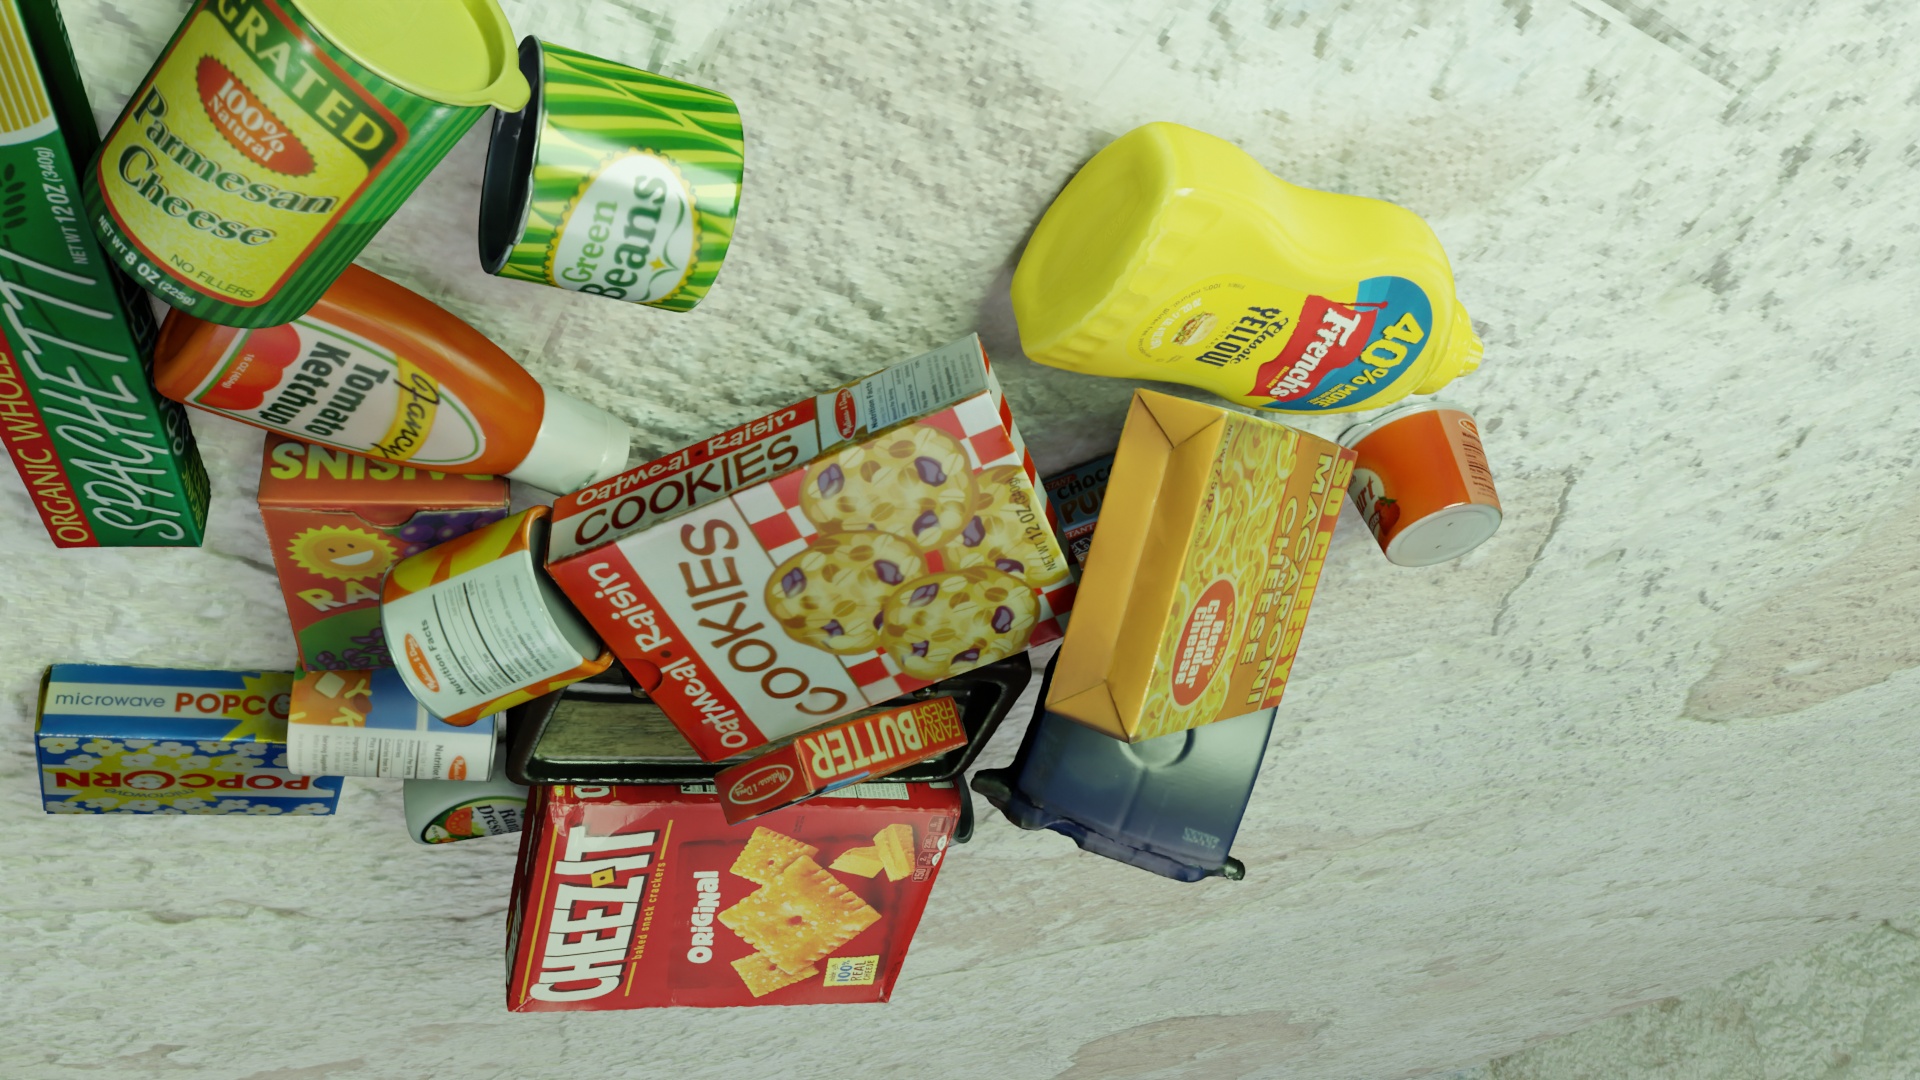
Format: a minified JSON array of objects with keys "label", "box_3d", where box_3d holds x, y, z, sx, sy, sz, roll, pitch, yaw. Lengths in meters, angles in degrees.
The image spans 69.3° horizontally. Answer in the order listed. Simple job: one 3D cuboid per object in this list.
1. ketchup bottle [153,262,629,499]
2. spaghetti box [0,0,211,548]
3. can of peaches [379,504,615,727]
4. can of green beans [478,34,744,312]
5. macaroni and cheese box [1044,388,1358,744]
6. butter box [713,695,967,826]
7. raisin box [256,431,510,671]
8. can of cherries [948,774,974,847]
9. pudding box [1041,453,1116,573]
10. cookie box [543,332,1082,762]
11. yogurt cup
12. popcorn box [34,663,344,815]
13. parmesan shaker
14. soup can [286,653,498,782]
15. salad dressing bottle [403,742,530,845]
[{"label":"ketchup bottle","box_3d":[-0.184,-0.051,0.472,0.064,0.044,0.149,-39,141,26]},{"label":"spaghetti box","box_3d":[-0.275,-0.074,0.417,0.050,0.029,0.248,0,146,-17]},{"label":"can of peaches","box_3d":[-0.166,0.026,0.508,0.058,0.071,0.071,-21,148,7]},{"label":"can of green beans","box_3d":[-0.100,-0.102,0.397,0.058,0.071,0.071,8,143,-30]},{"label":"macaroni and cheese box","box_3d":[0.103,0.010,0.561,0.040,0.123,0.167,19,-172,30]},{"label":"butter box","box_3d":[-0.049,0.092,0.589,0.053,0.024,0.104,-27,168,36]},{"label":"raisin box","box_3d":[-0.224,0.006,0.555,0.086,0.040,0.122,0,146,-17]},{"label":"can of cherries","box_3d":[-0.033,0.158,0.840,0.058,0.072,0.071,-21,147,17]},{"label":"pudding box","box_3d":[0.079,-0.017,0.631,0.083,0.030,0.049,-21,147,13]},{"label":"cookie box","box_3d":[-0.048,0.010,0.517,0.167,0.040,0.122,-21,131,8]},{"label":"yogurt cup","box_3d":[0.215,-0.024,0.645,0.072,0.054,0.072,-9,149,-6]},{"label":"popcorn box","box_3d":[-0.358,0.096,0.654,0.127,0.038,0.084,6,143,-27]},{"label":"parmesan shaker","box_3d":[-0.171,-0.107,0.362,0.102,0.071,0.071,-33,143,30]},{"label":"soup can","box_3d":[-0.251,0.071,0.624,0.084,0.071,0.071,6,144,-19]},{"label":"salad dressing bottle","box_3d":[-0.220,0.131,0.753,0.148,0.044,0.064,-6,147,-11]}]
